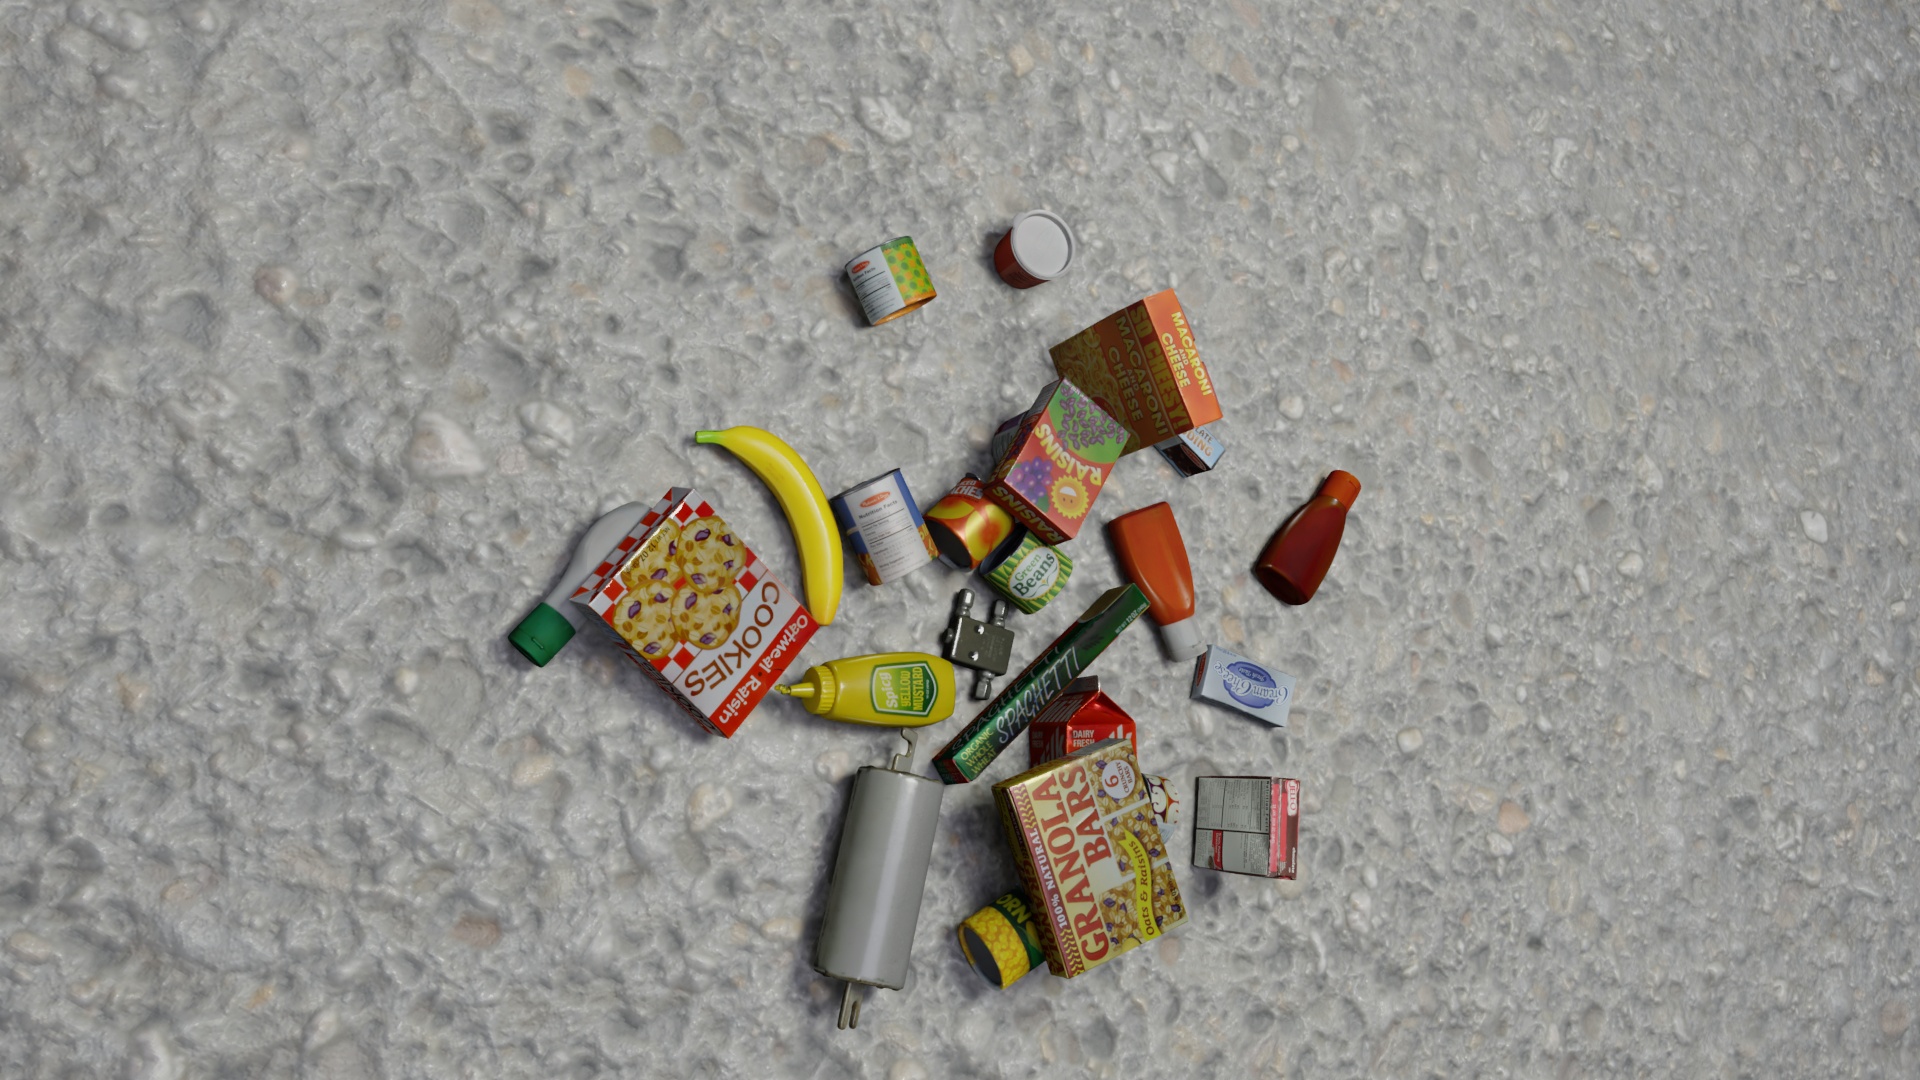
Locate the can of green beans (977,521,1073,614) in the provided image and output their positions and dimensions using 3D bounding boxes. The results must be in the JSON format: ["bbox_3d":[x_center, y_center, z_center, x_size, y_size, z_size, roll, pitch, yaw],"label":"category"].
[{"bbox_3d":[0.059,0.025,1.249,0.058,0.071,0.071,42,66,-14],"label":"can of green beans"}]

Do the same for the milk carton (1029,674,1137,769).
[{"bbox_3d":[0.110,0.217,1.235,0.073,0.072,0.191,3,79,-25],"label":"milk carton"}]

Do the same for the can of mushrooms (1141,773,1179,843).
[{"bbox_3d":[0.167,0.243,1.262,0.033,0.071,0.071,15,75,-23],"label":"can of mushrooms"}]

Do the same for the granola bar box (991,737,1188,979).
[{"bbox_3d":[0.109,0.263,1.164,0.124,0.039,0.165,-17,88,-25],"label":"granola bar box"}]

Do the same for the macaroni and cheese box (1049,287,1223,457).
[{"bbox_3d":[0.158,-0.146,1.270,0.040,0.166,0.123,-22,91,-28],"label":"macaroni and cheese box"}]

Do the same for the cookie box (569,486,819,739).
[{"bbox_3d":[-0.206,0.059,1.105,0.123,0.040,0.167,-52,122,-23],"label":"cookie box"}]

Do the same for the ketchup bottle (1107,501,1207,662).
[{"bbox_3d":[0.193,0.041,1.322,0.065,0.043,0.148,-20,90,-26],"label":"ketchup bottle"}]

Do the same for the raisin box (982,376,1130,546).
[{"bbox_3d":[0.085,-0.069,1.223,0.086,0.040,0.124,39,62,-18],"label":"raisin box"}]

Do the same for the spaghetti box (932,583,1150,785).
[{"bbox_3d":[0.074,0.126,1.247,0.251,0.050,0.028,-41,98,-25],"label":"spaghetti box"}]

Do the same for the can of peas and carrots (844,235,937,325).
[{"bbox_3d":[-0.060,-0.232,1.239,0.071,0.071,0.058,-26,93,-27],"label":"can of peas and carrots"}]

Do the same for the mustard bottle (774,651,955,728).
[{"bbox_3d":[-0.081,0.126,1.166,0.160,0.048,0.065,2,80,-32],"label":"mustard bottle"}]

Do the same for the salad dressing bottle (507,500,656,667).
[{"bbox_3d":[-0.291,0.034,1.094,0.064,0.044,0.148,48,66,-16],"label":"salad dressing bottle"}]

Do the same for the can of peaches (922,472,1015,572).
[{"bbox_3d":[0.004,-0.015,1.229,0.058,0.071,0.071,-44,101,-24],"label":"can of peaches"}]

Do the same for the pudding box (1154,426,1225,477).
[{"bbox_3d":[0.212,-0.102,1.354,0.083,0.049,0.030,45,68,-11],"label":"pudding box"}]

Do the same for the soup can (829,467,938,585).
[{"bbox_3d":[-0.065,-0.012,1.197,0.071,0.071,0.083,-28,97,-27],"label":"soup can"}]

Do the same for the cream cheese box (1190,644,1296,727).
[{"bbox_3d":[0.276,0.143,1.354,0.104,0.024,0.053,22,74,-20],"label":"cream cheese box"}]

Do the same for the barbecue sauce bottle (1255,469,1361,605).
[{"bbox_3d":[0.359,-0.008,1.411,0.065,0.043,0.149,43,65,-13],"label":"barbecue sauce bottle"}]

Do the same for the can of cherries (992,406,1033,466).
[{"bbox_3d":[0.073,-0.089,1.280,0.071,0.058,0.071,5,78,-24],"label":"can of cherries"}]

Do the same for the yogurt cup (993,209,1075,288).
[{"bbox_3d":[0.067,-0.272,1.313,0.072,0.054,0.072,5,79,-25],"label":"yogurt cup"}]

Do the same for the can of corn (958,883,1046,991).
[{"bbox_3d":[0.039,0.338,1.182,0.058,0.071,0.071,-26,93,-26],"label":"can of corn"}]
